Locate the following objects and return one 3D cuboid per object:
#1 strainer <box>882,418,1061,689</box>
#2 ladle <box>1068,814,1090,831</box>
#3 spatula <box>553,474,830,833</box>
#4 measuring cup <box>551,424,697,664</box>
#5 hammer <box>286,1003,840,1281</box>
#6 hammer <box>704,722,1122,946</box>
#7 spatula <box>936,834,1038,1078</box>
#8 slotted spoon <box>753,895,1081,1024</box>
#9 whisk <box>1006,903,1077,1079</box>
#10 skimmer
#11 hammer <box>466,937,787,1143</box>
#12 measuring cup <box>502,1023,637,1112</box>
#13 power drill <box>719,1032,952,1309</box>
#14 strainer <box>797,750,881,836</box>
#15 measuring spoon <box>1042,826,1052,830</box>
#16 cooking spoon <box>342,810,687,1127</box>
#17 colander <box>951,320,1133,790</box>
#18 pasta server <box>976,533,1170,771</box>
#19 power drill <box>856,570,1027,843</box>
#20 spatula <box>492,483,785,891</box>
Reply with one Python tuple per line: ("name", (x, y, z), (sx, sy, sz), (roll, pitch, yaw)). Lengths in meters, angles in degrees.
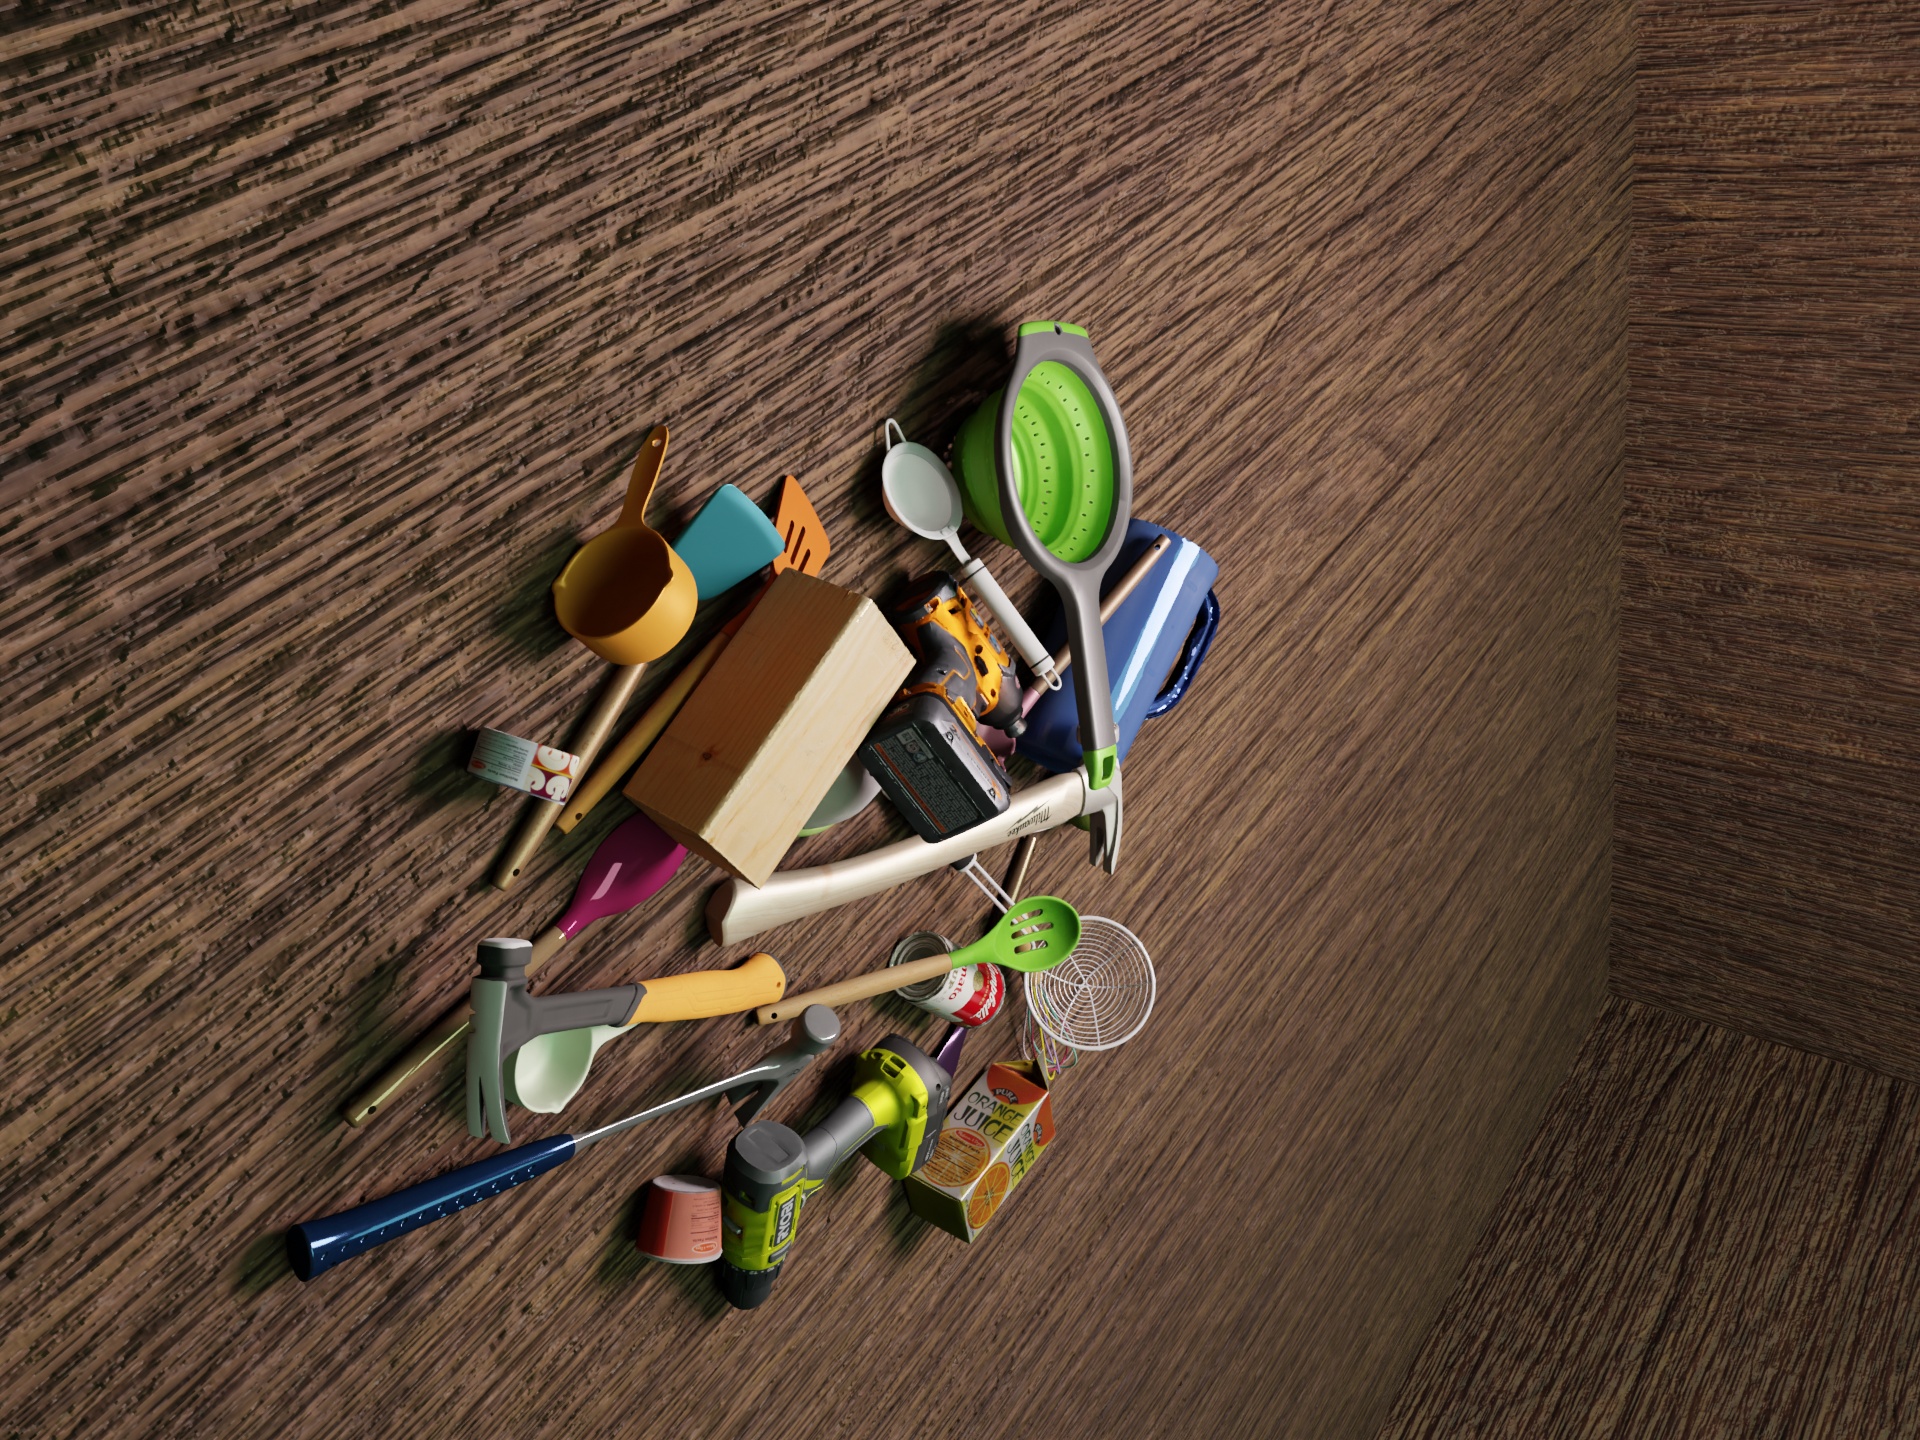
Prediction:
("strainer", (0.003, -0.129, 1.301), (0.258, 0.050, 0.087), (54, 43, -1))
("ladle", (0.179, -0.027, 1.631), (0.078, 0.062, 0.320), (91, 25, -62))
("spatula", (-0.192, -0.045, 1.166), (0.323, 0.041, 0.080), (-52, 139, -23))
("measuring cup", (-0.212, -0.117, 1.078), (0.052, 0.095, 0.174), (53, 41, -53))
("hammer", (-0.271, 0.302, 1.130), (0.405, 0.035, 0.144), (-13, 152, -43))
("hammer", (-0.025, 0.118, 1.344), (0.410, 0.038, 0.146), (-17, 116, -32))
("spatula", (0.014, 0.260, 1.545), (0.316, 0.018, 0.059), (-68, 154, -9))
("slotted spoon", (-0.033, 0.214, 1.377), (0.313, 0.031, 0.070), (-12, 100, -28))
("whisk", (0.077, 0.277, 1.600), (0.047, 0.051, 0.244), (-45, 137, -33))
("skimmer", (0.053, 0.173, 1.456), (0.127, 0.090, 0.362), (-49, 126, -11))
("hammer", (-0.227, 0.211, 1.146), (0.336, 0.034, 0.127), (7, 85, -64))
("measuring cup", (-0.272, 0.220, 1.142), (0.167, 0.038, 0.083), (-25, 120, -58))
("power drill", (-0.116, 0.385, 1.355), (0.228, 0.080, 0.190), (-28, 139, -44))
("strainer", (-0.063, 0.011, 1.315), (0.256, 0.069, 0.151), (-25, 121, -45))
("measuring spoon", (0.091, 0.097, 1.600), (0.124, 0.018, 0.034), (-10, 88, -45))
("cooking spoon", (-0.296, 0.165, 1.100), (0.319, 0.017, 0.068), (-44, 134, -37))
("colander", (0.069, -0.136, 1.371), (0.204, 0.094, 0.397), (-15, 100, -53))
("pasta server", (0.085, -0.048, 1.440), (0.316, 0.060, 0.040), (-49, 177, -3))
("power drill", (-0.002, -0.004, 1.286), (0.164, 0.084, 0.227), (53, 25, -24))
("spatula", (-0.230, -0.020, 1.103), (0.317, 0.044, 0.082), (-62, 143, -16))
